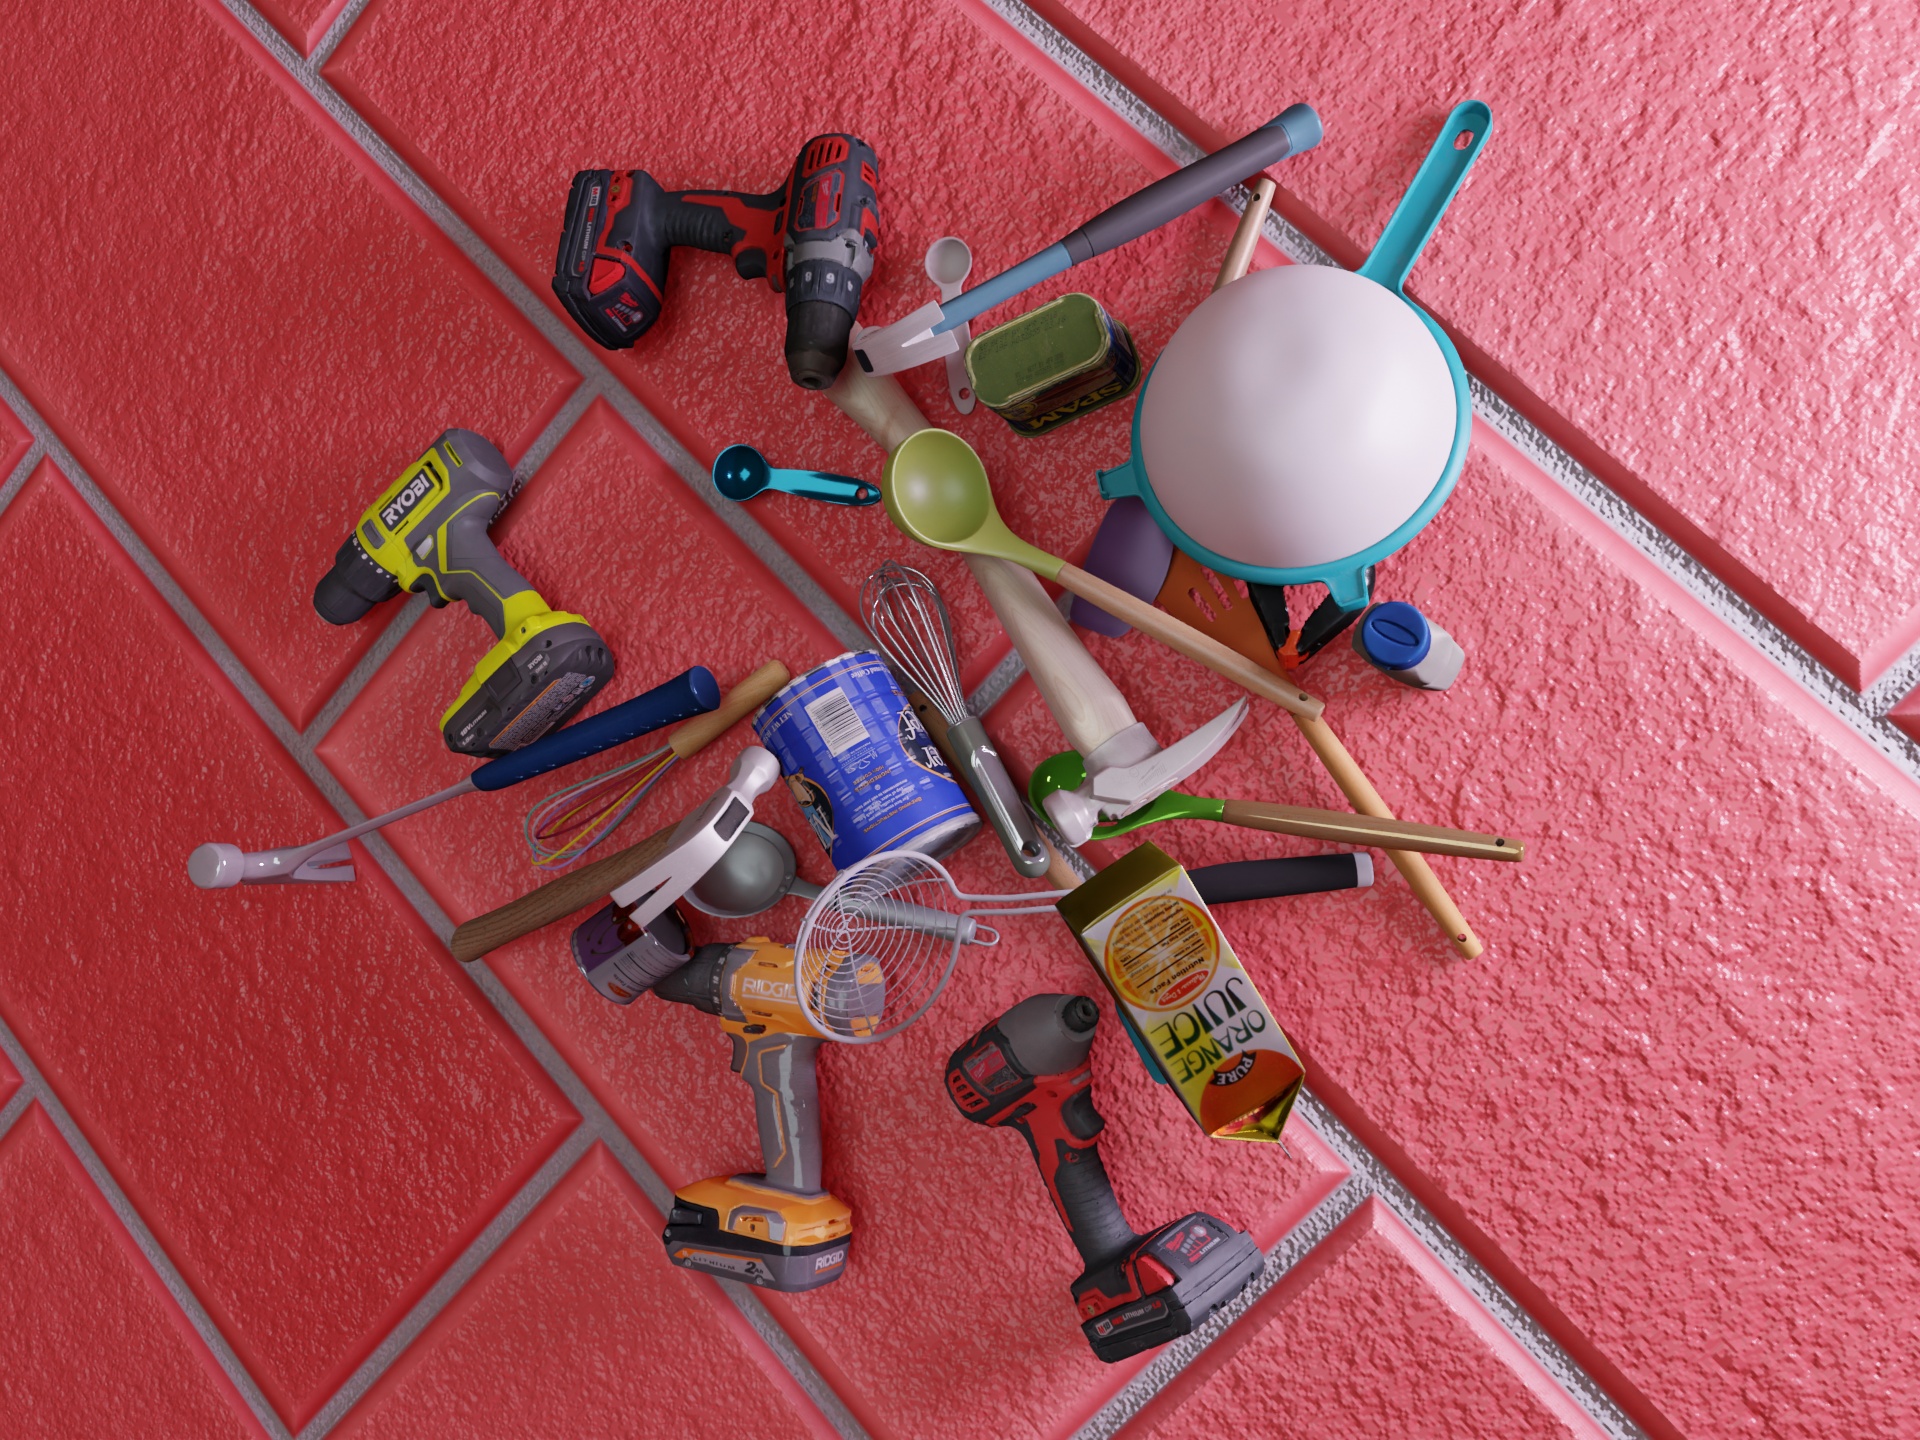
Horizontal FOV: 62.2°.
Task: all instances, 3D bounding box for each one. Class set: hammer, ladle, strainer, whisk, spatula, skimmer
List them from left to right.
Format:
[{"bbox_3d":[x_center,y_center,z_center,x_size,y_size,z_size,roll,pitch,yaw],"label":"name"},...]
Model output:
[{"bbox_3d":[-0.357,0.047,1.168,0.405,0.144,0.035,-21,79,15],"label":"hammer"},{"bbox_3d":[-0.261,0.117,1.109,0.331,0.130,0.031,-25,113,39],"label":"hammer"},{"bbox_3d":[-0.226,0.030,1.173,0.245,0.047,0.051,-36,87,10],"label":"whisk"},{"bbox_3d":[-0.096,0.125,1.121,0.258,0.050,0.087,13,48,14],"label":"strainer"},{"bbox_3d":[-0.002,-0.003,1.075,0.058,0.059,0.246,-21,72,-20],"label":"whisk"},{"bbox_3d":[0.025,-0.121,1.073,0.146,0.038,0.411,-34,71,2],"label":"hammer"},{"bbox_3d":[0.063,0.096,1.063,0.082,0.044,0.318,-39,74,-3],"label":"spatula"},{"bbox_3d":[0.080,-0.311,1.036,0.331,0.128,0.033,-28,107,3],"label":"hammer"},{"bbox_3d":[0.079,0.127,0.990,0.363,0.090,0.127,-6,113,4],"label":"skimmer"},{"bbox_3d":[0.088,-0.088,1.005,0.320,0.062,0.078,30,62,15],"label":"ladle"},{"bbox_3d":[0.149,-0.206,1.059,0.060,0.018,0.316,23,96,29],"label":"spatula"},{"bbox_3d":[0.234,0.013,1.019,0.081,0.041,0.323,-36,81,15],"label":"spatula"},{"bbox_3d":[0.231,-0.250,0.966,0.211,0.095,0.340,30,87,24],"label":"strainer"}]

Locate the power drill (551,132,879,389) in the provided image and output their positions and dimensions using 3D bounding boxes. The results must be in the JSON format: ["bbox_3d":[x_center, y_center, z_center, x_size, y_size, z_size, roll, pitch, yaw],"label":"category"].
[{"bbox_3d":[-0.169,-0.317,1.129,0.227,0.080,0.188,-1,71,17],"label":"power drill"}]

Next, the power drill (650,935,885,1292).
[{"bbox_3d":[-0.151,0.265,1.115,0.185,0.084,0.226,3,84,27],"label":"power drill"}]

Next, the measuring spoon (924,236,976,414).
[{"bbox_3d":[-0.001,-0.277,1.121,0.034,0.018,0.124,-6,93,19],"label":"measuring spoon"}]

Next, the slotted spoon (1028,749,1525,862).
[{"bbox_3d":[0.193,0.063,1.008,0.314,0.031,0.070,6,55,25],"label":"slotted spoon"}]

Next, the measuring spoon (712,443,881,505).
[{"bbox_3d":[-0.117,-0.172,1.157,0.128,0.021,0.042,11,91,11],"label":"measuring spoon"}]

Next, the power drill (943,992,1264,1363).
[{"bbox_3d":[0.086,0.278,1.007,0.220,0.078,0.143,58,138,14],"label":"power drill"}]

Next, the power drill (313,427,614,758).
[{"bbox_3d":[-0.386,-0.083,1.214,0.190,0.080,0.229,-41,73,13],"label":"power drill"}]
